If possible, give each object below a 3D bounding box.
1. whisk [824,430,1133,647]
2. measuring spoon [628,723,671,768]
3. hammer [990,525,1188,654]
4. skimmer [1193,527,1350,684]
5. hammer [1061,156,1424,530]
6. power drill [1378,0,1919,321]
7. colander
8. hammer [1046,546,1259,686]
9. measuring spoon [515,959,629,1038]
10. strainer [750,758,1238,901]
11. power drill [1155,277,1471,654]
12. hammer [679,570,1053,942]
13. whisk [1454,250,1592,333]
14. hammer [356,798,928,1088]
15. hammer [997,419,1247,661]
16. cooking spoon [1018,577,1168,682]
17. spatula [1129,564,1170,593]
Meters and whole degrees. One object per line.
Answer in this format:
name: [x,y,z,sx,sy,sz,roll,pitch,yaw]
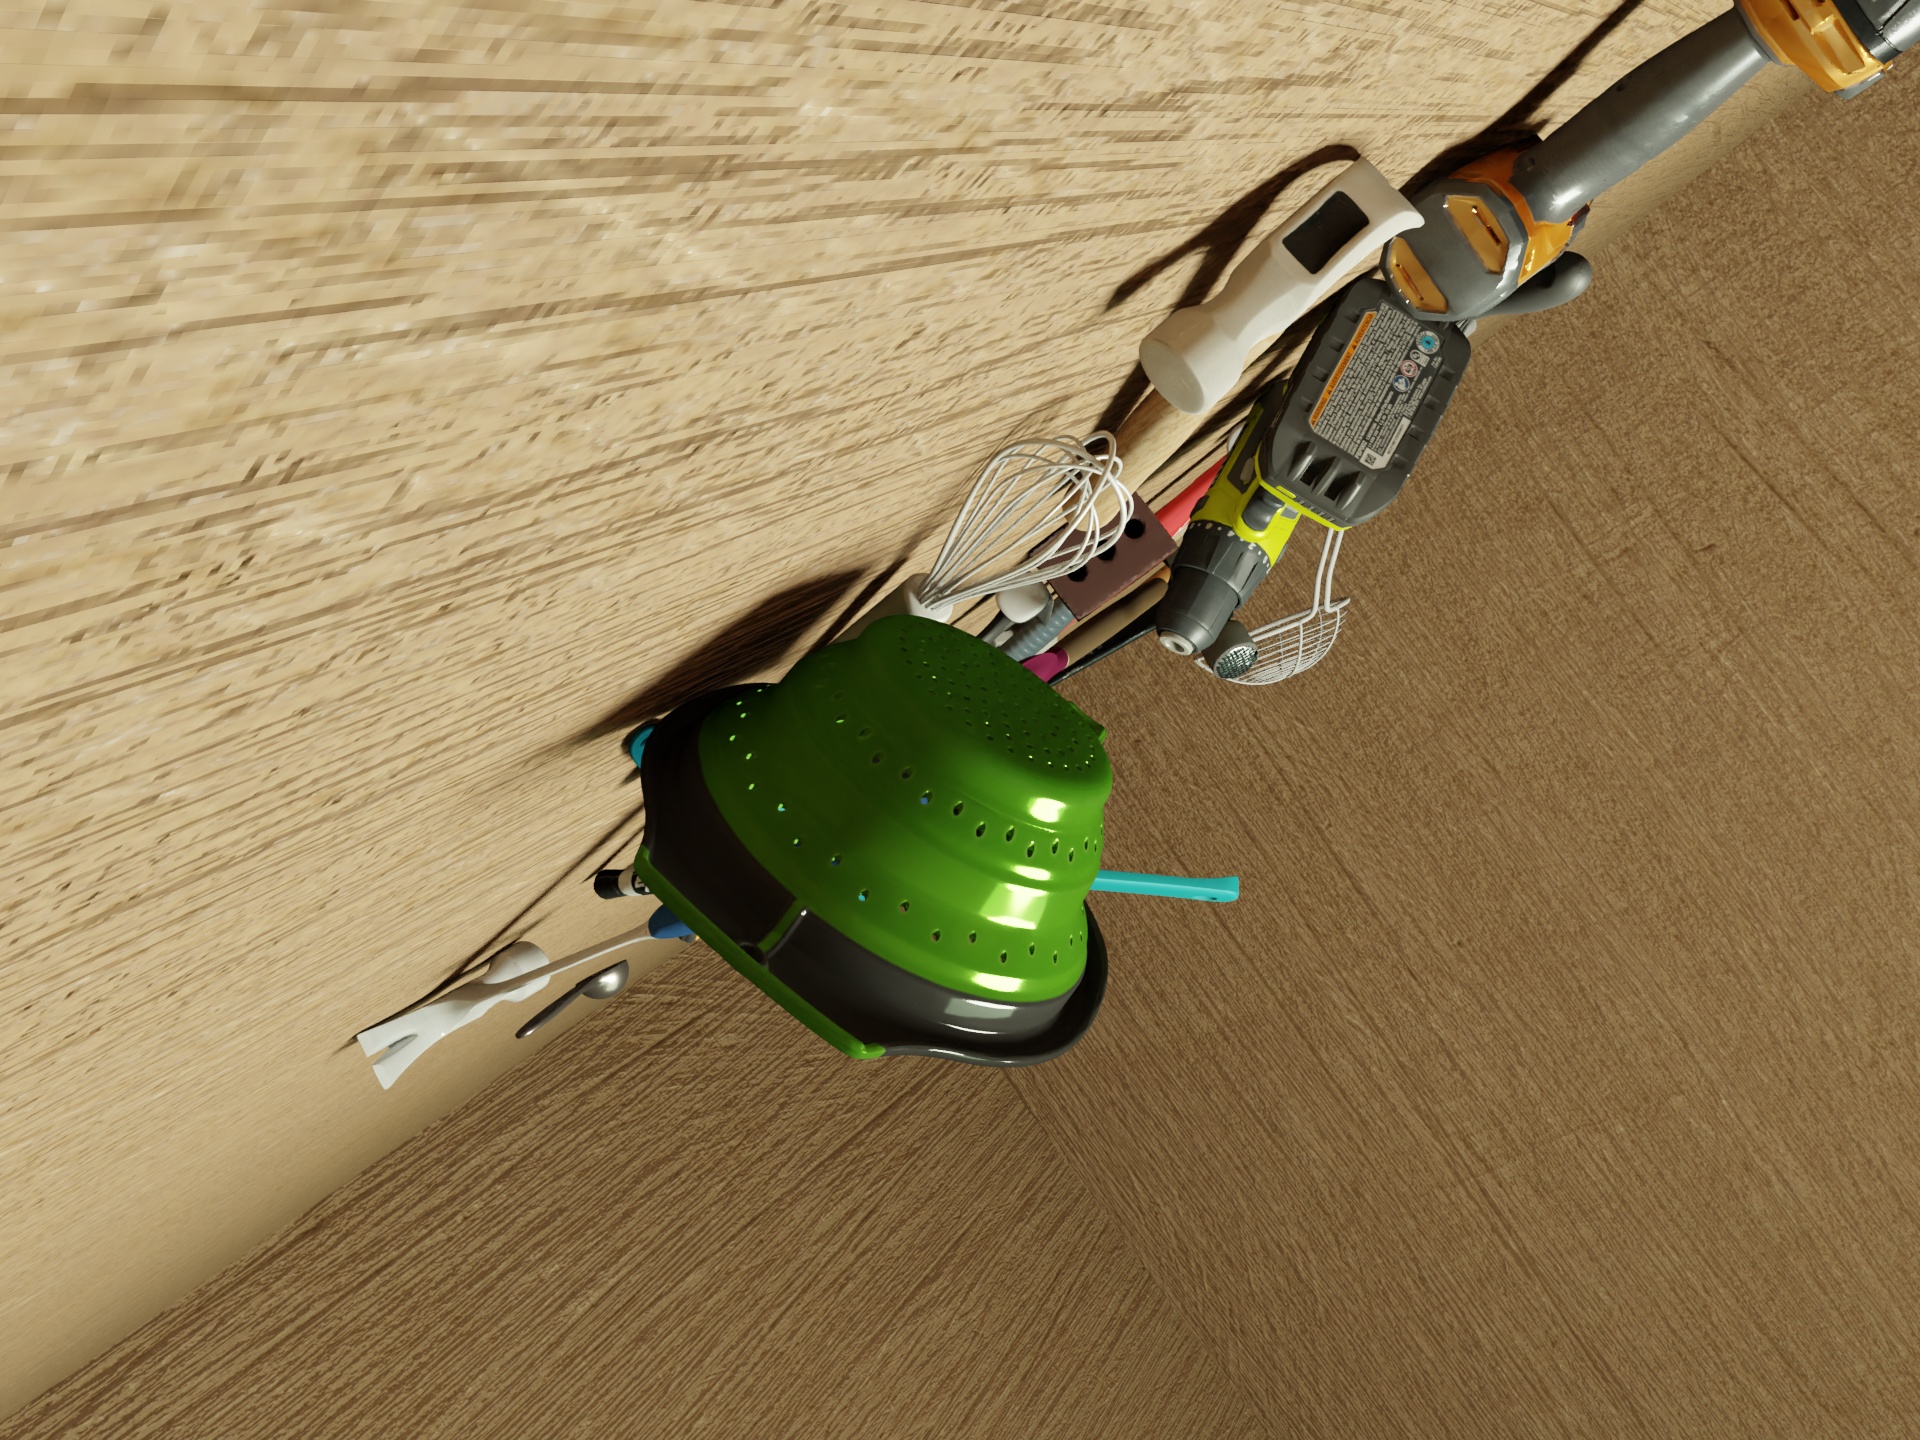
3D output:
whisk: [-0.009,-0.054,0.675,0.246,0.057,0.059,-33,-149,52]
measuring spoon: [-0.128,0.013,0.682,0.042,0.021,0.128,-36,168,-7]
hammer: [0.195,-0.177,1.339,0.410,0.038,0.146,-38,176,15]
skimmer: [0.250,-0.159,1.140,0.127,0.090,0.363,-22,142,-24]
hammer: [0.092,-0.133,0.657,0.130,0.031,0.331,-42,-179,-10]
power drill: [0.305,-0.268,0.688,0.226,0.084,0.185,-34,-177,43]
colander: [0.018,0.011,0.683,0.094,0.204,0.397,-55,170,21]
hammer: [-0.002,-0.004,1.129,0.409,0.149,0.036,-29,145,4]
measuring spoon: [-0.228,0.169,0.937,0.034,0.018,0.124,-25,-177,15]
strainer: [0.013,0.052,0.962,0.340,0.095,0.211,7,163,-16]
power drill: [0.193,-0.142,0.940,0.190,0.080,0.228,-60,-178,-14]
hammer: [-0.068,0.025,1.064,0.337,0.034,0.127,-43,177,2]
whisk: [0.282,-0.230,0.877,0.055,0.055,0.239,-37,-170,0]
hammer: [-0.170,0.115,0.858,0.405,0.035,0.144,-24,-176,35]
hammer: [0.107,-0.107,1.257,0.386,0.038,0.143,-40,178,25]
cooking spoon: [0.068,-0.044,0.962,0.068,0.017,0.319,-58,168,30]
spatula: [0.218,-0.144,1.360,0.322,0.041,0.081,-39,175,31]
